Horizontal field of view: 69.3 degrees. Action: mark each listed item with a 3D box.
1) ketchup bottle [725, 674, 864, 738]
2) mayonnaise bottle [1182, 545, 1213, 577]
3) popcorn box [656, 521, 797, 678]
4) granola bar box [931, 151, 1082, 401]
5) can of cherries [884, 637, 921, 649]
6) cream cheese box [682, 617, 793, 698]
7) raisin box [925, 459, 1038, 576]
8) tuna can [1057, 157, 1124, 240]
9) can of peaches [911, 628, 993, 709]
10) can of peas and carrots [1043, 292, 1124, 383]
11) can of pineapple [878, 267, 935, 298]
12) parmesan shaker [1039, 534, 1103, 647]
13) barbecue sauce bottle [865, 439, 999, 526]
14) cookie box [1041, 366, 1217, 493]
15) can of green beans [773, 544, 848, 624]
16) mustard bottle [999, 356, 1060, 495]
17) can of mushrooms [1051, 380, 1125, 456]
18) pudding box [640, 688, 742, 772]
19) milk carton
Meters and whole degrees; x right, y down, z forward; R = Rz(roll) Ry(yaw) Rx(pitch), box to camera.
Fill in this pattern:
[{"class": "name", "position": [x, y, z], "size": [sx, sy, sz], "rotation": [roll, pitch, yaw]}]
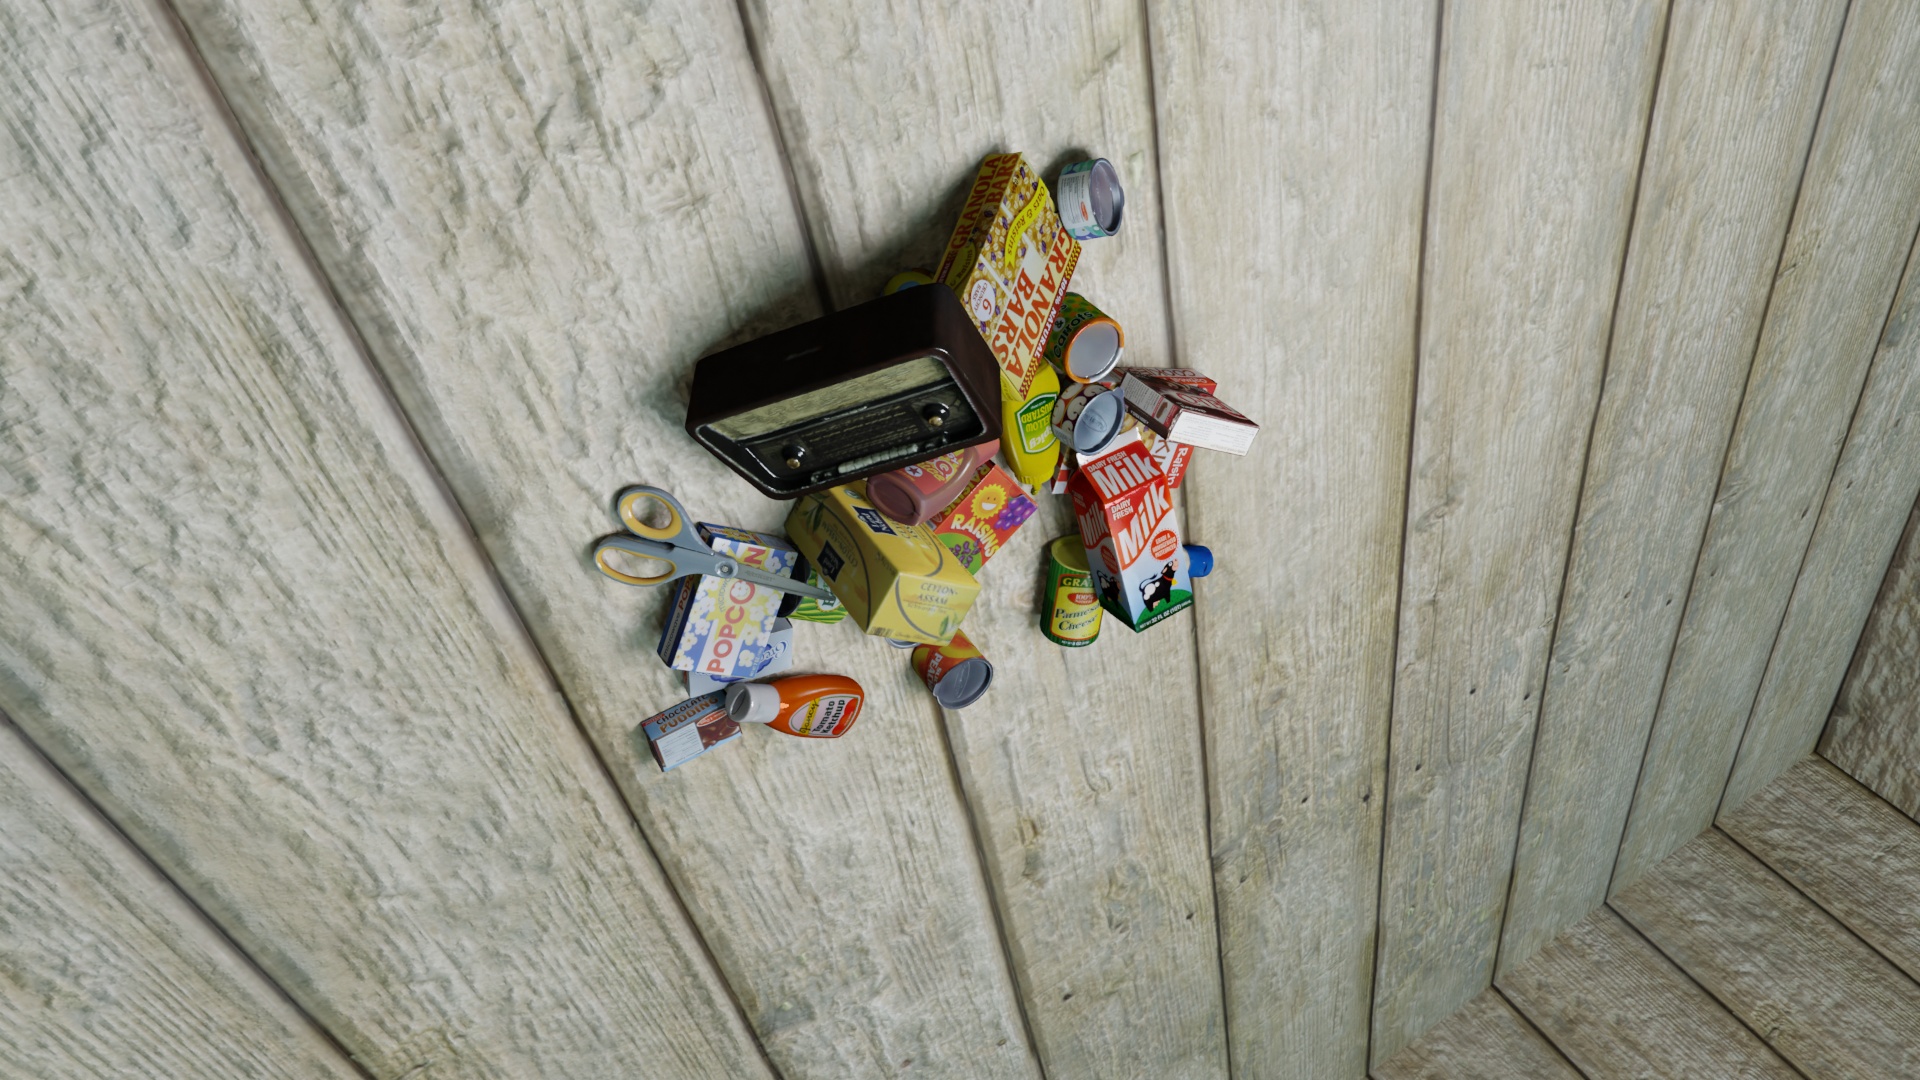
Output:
[{"class": "ketchup bottle", "position": [-0.160, 0.157, 1.331], "size": [0.149, 0.043, 0.064], "rotation": [12, 112, -52]}, {"class": "mayonnaise bottle", "position": [0.212, 0.025, 1.520], "size": [0.148, 0.041, 0.064], "rotation": [-2, 121, -35]}, {"class": "popcorn box", "position": [-0.205, 0.054, 1.219], "size": [0.085, 0.038, 0.126], "rotation": [13, 102, -37]}, {"class": "granola bar box", "position": [0.038, -0.216, 1.145], "size": [0.124, 0.039, 0.166], "rotation": [47, 56, -47]}, {"class": "can of cherries", "position": [-0.057, 0.059, 1.337], "size": [0.072, 0.058, 0.071], "rotation": [-19, 132, -22]}, {"class": "cream cheese box", "position": [-0.207, 0.107, 1.288], "size": [0.104, 0.024, 0.053], "rotation": [-16, 132, -26]}, {"class": "raisin box", "position": [0.005, -0.017, 1.337], "size": [0.123, 0.040, 0.086], "rotation": [-47, 136, 3]}, {"class": "tuna can", "position": [0.112, -0.291, 1.185], "size": [0.071, 0.033, 0.071], "rotation": [7, 82, -59]}, {"class": "can of peaches", "position": [-0.011, 0.130, 1.426], "size": [0.071, 0.058, 0.070], "rotation": [-19, 132, -23]}, {"class": "can of peas and carrots", "position": [0.106, -0.186, 1.266], "size": [0.071, 0.059, 0.070], "rotation": [-20, 132, -24]}, {"class": "can of pineapple", "position": [-0.028, -0.189, 1.165], "size": [0.071, 0.058, 0.070], "rotation": [-20, 132, -23]}, {"class": "parmesan shaker", "position": [0.124, 0.054, 1.458], "size": [0.071, 0.071, 0.102], "rotation": [-15, 130, -27]}, {"class": "barbecue sauce bottle", "position": [-0.018, -0.064, 1.240], "size": [0.149, 0.065, 0.043], "rotation": [-36, 153, -48]}, {"class": "cookie box", "position": [0.165, -0.109, 1.382], "size": [0.168, 0.040, 0.122], "rotation": [-3, 123, -34]}, {"class": "can of green beans", "position": [-0.136, 0.041, 1.258], "size": [0.058, 0.071, 0.071], "rotation": [12, 114, -42]}, {"class": "mustard bottle", "position": [0.065, -0.102, 1.308], "size": [0.065, 0.049, 0.159], "rotation": [-28, 135, -17]}, {"class": "can of mushrooms", "position": [0.120, -0.116, 1.285], "size": [0.071, 0.033, 0.070], "rotation": [-26, 133, -31]}, {"class": "pudding box", "position": [-0.252, 0.177, 1.306], "size": [0.084, 0.030, 0.049], "rotation": [-25, 133, -18]}, {"class": "milk carton", "position": [0.163, -0.014, 1.355], "size": [0.072, 0.073, 0.189], "rotation": [-25, 118, -17]}]
